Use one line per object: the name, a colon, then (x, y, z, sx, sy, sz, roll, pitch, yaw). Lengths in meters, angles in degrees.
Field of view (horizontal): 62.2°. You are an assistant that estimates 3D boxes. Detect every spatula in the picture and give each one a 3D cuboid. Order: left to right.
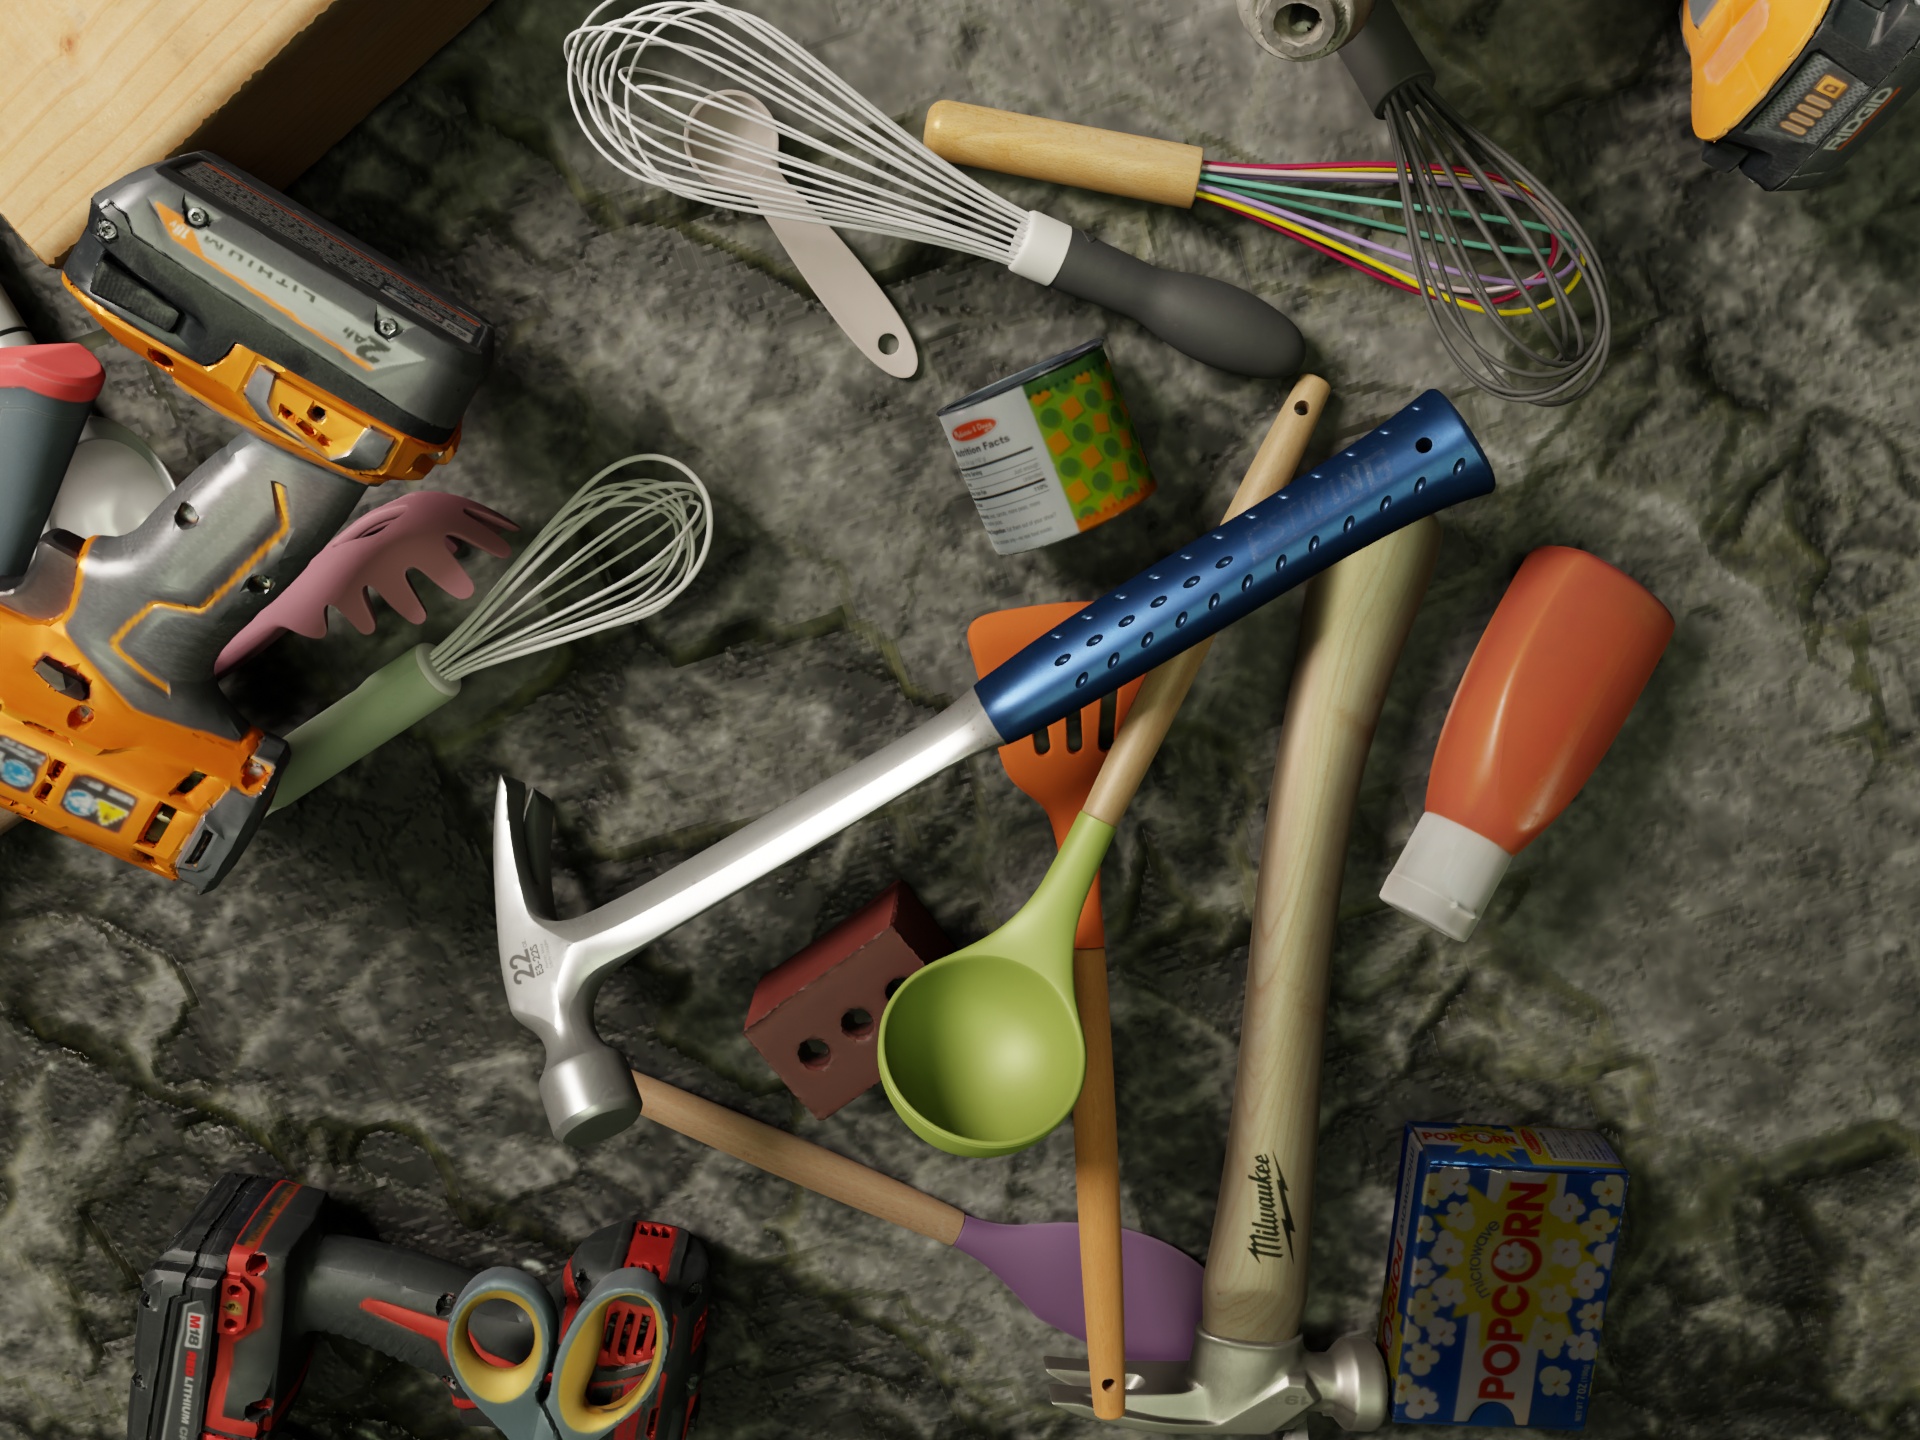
spatula: (-0.023, 0.209, 0.690, 0.316, 0.018, 0.059, 25, 102, -7)
spatula: (0.051, 0.116, 0.632, 0.081, 0.041, 0.322, -3, 88, 1)

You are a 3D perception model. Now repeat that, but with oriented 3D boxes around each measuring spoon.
measuring spoon: (-0.057, -0.180, 0.597, 0.034, 0.018, 0.124, -37, 108, 6)

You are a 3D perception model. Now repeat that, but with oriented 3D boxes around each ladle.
ladle: (0.063, 0.013, 0.592, 0.078, 0.062, 0.320, 26, 89, 7)

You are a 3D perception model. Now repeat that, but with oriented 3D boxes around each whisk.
whisk: (-0.198, -0.025, 0.622, 0.246, 0.057, 0.059, -31, 79, 12)
whisk: (-0.001, -0.180, 0.562, 0.284, 0.070, 0.070, 19, 104, -14)
whisk: (0.107, -0.189, 0.577, 0.245, 0.051, 0.047, 11, 110, 1)
whisk: (0.148, -0.209, 0.535, 0.055, 0.055, 0.239, -26, 77, 7)

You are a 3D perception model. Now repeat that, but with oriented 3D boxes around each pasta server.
pasta server: (-0.309, -0.004, 0.627, 0.316, 0.060, 0.040, -30, 119, 14)

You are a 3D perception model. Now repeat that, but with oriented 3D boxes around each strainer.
strainer: (-0.349, -0.132, 0.595, 0.087, 0.050, 0.258, -24, 99, 27)

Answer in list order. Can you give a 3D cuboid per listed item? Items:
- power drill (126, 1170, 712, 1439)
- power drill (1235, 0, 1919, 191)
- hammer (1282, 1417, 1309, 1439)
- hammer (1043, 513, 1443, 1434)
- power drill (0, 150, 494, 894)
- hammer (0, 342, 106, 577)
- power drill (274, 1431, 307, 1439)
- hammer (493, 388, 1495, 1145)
power drill: (-0.228, 0.296, 0.687, 0.226, 0.080, 0.188, 11, 104, -5)
power drill: (0.193, -0.248, 0.500, 0.226, 0.084, 0.185, 20, 61, -5)
hammer: (0.277, 0.402, 0.697, 0.334, 0.146, 0.035, 24, 104, -17)
hammer: (0.125, 0.104, 0.647, 0.146, 0.038, 0.410, 4, 103, -6)
power drill: (-0.272, -0.066, 0.521, 0.164, 0.084, 0.226, 29, 105, -22)
hammer: (-0.400, 0.030, 0.612, 0.143, 0.038, 0.386, 33, 111, -7)
power drill: (-0.260, 0.435, 0.674, 0.080, 0.171, 0.223, -38, 104, 9)
hammer: (-0.001, -0.002, 0.584, 0.405, 0.035, 0.144, -30, 64, 9)
